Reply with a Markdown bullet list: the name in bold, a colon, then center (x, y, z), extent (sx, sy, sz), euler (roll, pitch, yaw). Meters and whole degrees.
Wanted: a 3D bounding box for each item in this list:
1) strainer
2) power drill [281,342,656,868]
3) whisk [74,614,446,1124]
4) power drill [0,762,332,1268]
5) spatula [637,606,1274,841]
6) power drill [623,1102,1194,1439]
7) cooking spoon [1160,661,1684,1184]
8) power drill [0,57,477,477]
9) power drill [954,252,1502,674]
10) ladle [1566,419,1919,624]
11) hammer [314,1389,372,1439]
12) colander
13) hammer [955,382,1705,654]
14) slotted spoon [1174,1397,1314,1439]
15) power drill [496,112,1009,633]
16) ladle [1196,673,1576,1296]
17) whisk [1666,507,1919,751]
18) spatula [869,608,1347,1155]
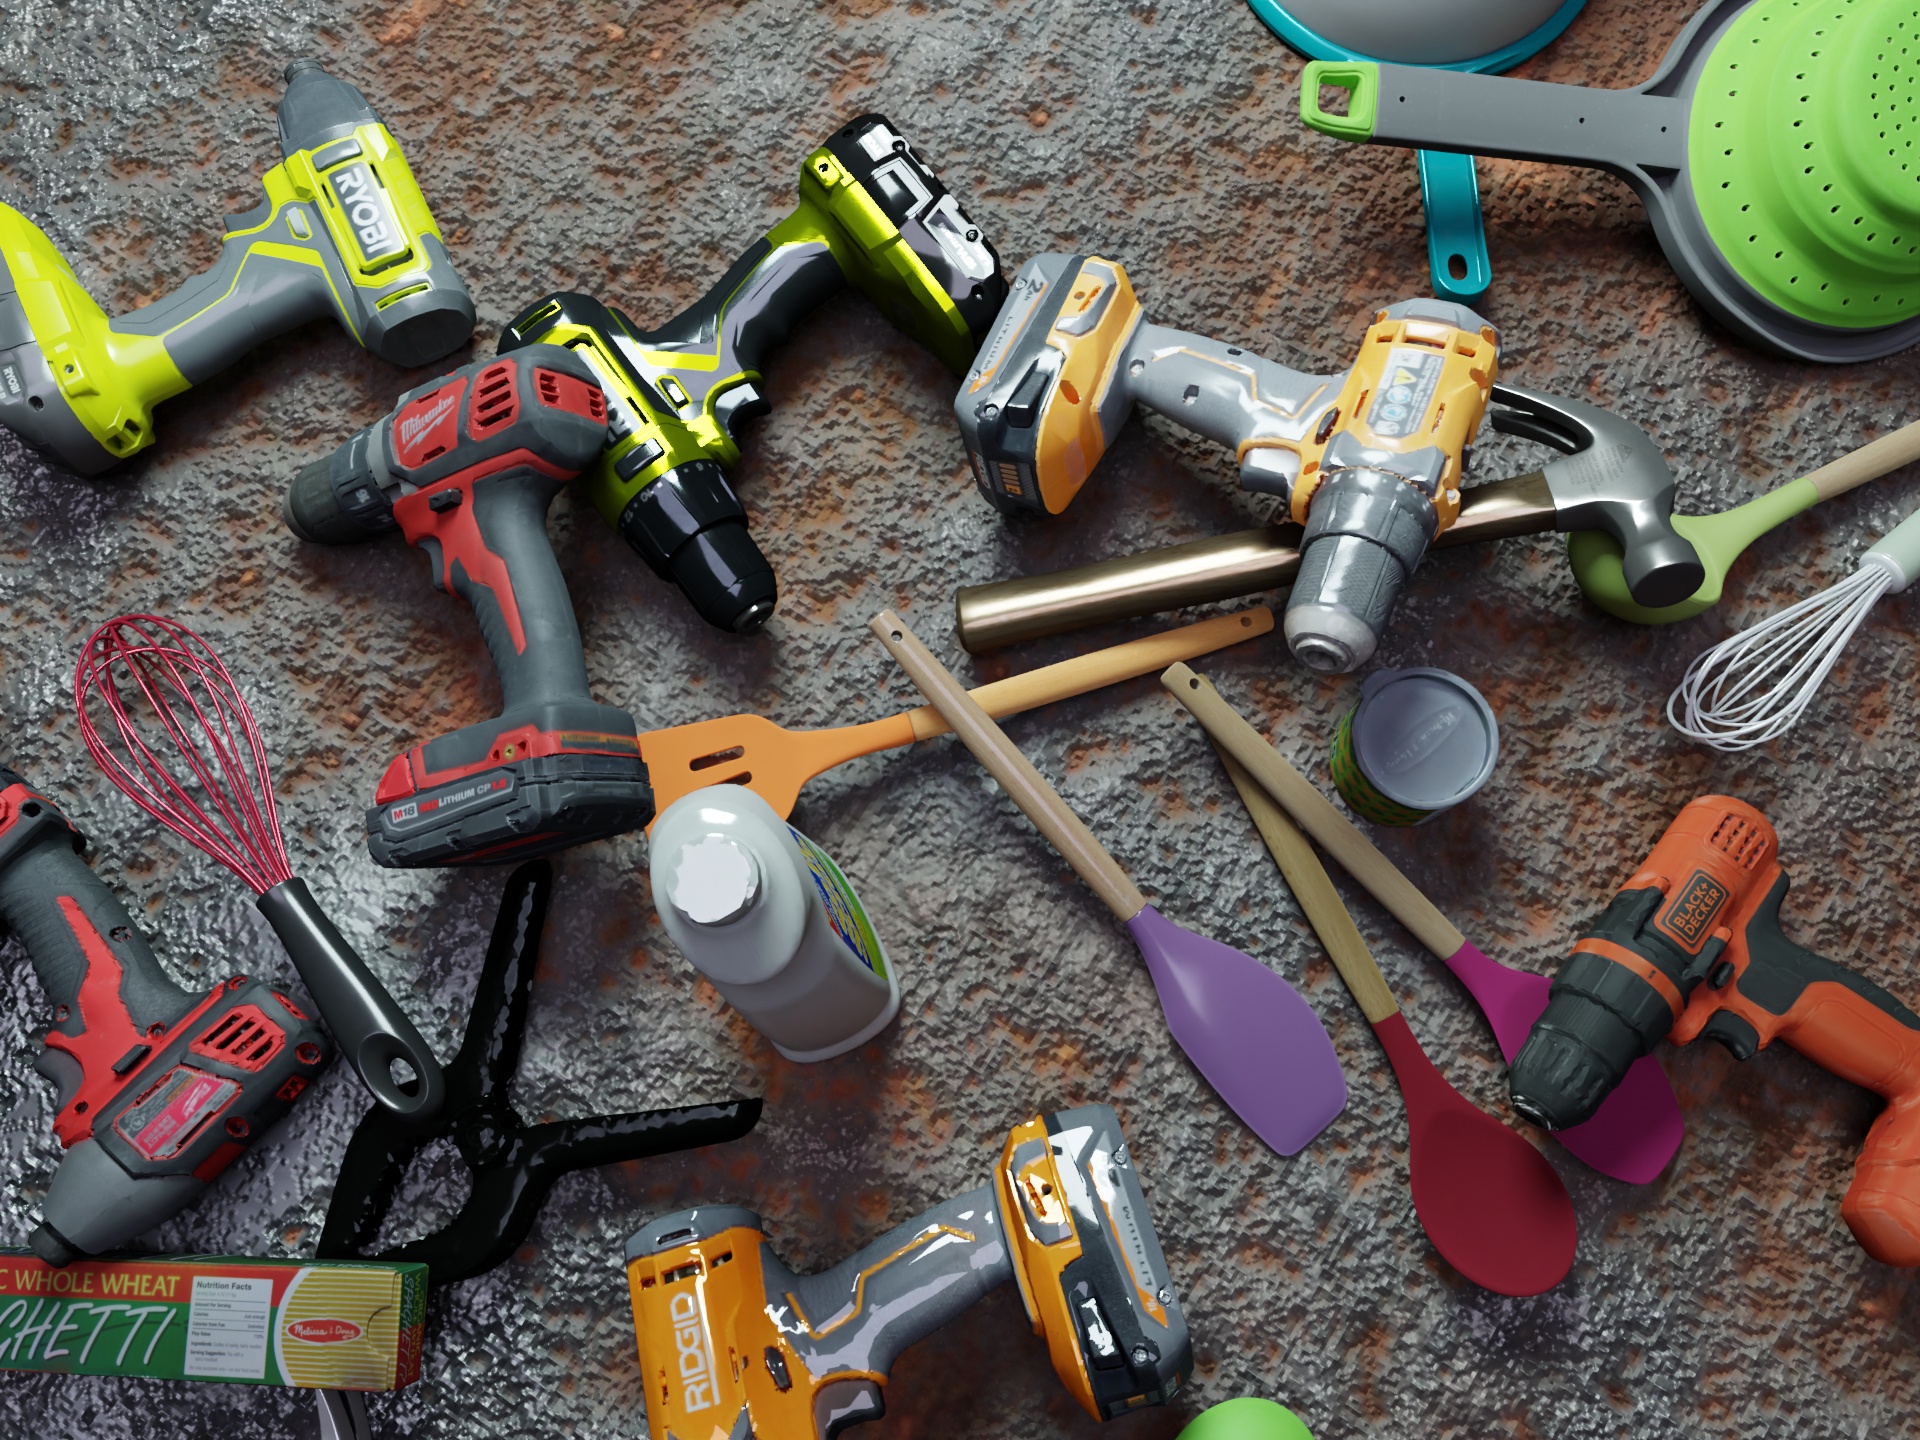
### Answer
- **strainer**: center (0.248, -0.386, 0.813), extent (0.211, 0.095, 0.340), euler (-2, 76, 1)
- **power drill**: center (-0.238, -0.047, 0.745), extent (0.188, 0.080, 0.227), euler (-15, 79, 28)
- **whisk**: center (-0.325, 0.064, 0.737), extent (0.073, 0.073, 0.296), euler (-38, 77, -6)
- **power drill**: center (-0.413, 0.132, 0.720), extent (0.220, 0.078, 0.143), euler (40, 70, 6)
- **spatula**: center (-0.001, -0.002, 0.775), extent (0.322, 0.041, 0.081), euler (-17, 78, -6)
- **power drill**: center (-0.021, 0.266, 0.667), extent (0.226, 0.084, 0.164), euler (-17, 56, -1)
- **cooking spoon**: center (0.211, 0.088, 0.739), extent (0.319, 0.017, 0.069), euler (45, 68, 5)
- **power drill**: center (-0.382, -0.232, 0.808), extent (0.223, 0.080, 0.171), euler (-26, 79, -8)
- **power drill**: center (0.114, -0.121, 0.726), extent (0.226, 0.084, 0.185), euler (15, 65, 21)
- **ladle**: center (0.439, -0.130, 0.774), extent (0.320, 0.062, 0.078), euler (-24, 59, -7)
- **hammer**: center (-0.423, 0.344, 0.703), extent (0.335, 0.035, 0.146), euler (8, 79, 3)
- **colander**: center (0.364, -0.287, 0.752), extent (0.397, 0.094, 0.204), euler (4, 91, -7)
- **hammer**: center (0.159, -0.082, 0.752), extent (0.331, 0.031, 0.130), euler (-11, 53, 10)
- **slotted spoon**: center (0.058, 0.424, 0.653), extent (0.070, 0.031, 0.314), euler (29, 91, 4)
- **power drill**: center (-0.089, -0.170, 0.785), extent (0.228, 0.080, 0.191), euler (-37, 78, -3)
- **ladle**: center (0.184, 0.115, 0.741), extent (0.069, 0.031, 0.315), euler (-23, 76, -16)
- **whisk**: center (0.439, -0.066, 0.768), extent (0.246, 0.059, 0.057), euler (-36, 116, -10)
- **spatula**: center (0.066, 0.069, 0.742), extent (0.060, 0.018, 0.316), euler (-41, 88, -8)
